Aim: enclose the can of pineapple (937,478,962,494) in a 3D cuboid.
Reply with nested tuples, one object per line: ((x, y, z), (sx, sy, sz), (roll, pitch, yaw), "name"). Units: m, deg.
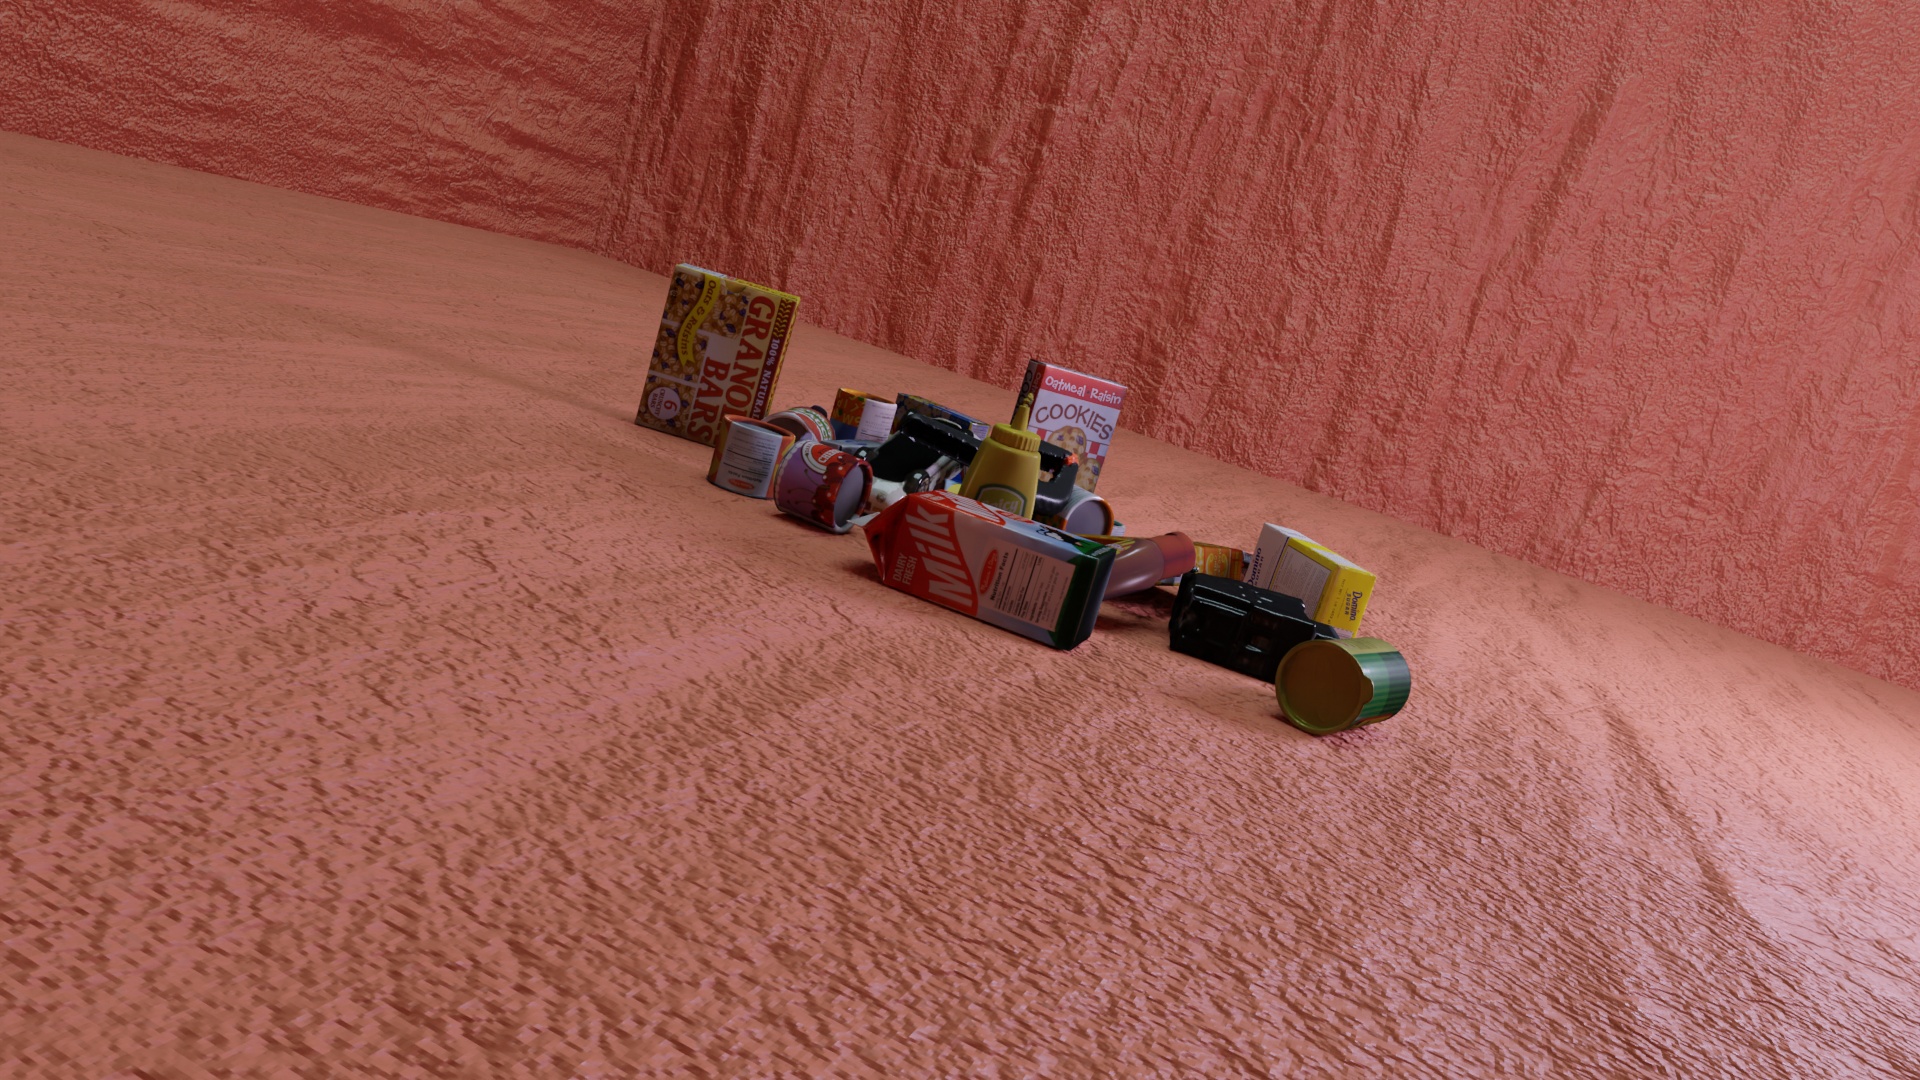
((0.004, -0.015, 1.183), (0.058, 0.071, 0.071), (17, 10, -7), "can of pineapple")

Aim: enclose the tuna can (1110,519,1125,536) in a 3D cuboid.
((0.138, -0.011, 1.474), (0.071, 0.032, 0.071), (17, 10, -3), "tuna can")

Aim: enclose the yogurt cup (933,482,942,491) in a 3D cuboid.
((-0.040, -0.073, 1.435), (0.072, 0.072, 0.054), (14, 18, -18), "yogurt cup")

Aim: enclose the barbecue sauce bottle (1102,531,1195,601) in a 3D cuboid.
((0.125, 0.024, 1.122), (0.149, 0.043, 0.065), (-13, 7, -34), "barbecue sauce bottle")

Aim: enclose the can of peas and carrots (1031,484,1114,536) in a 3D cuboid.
((0.113, -0.020, 1.401), (0.071, 0.070, 0.059), (10, 13, -35), "can of peas and carrots")

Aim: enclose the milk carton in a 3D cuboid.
((0.012, 0.013, 1.037), (0.191, 0.073, 0.072), (19, 10, 14), "milk carton")

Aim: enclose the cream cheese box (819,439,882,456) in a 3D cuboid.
((-0.107, -0.069, 1.329), (0.024, 0.053, 0.104), (17, 10, 19), "cream cheese box")

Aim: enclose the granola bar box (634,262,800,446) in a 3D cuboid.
((-0.241, -0.178, 1.381), (0.124, 0.165, 0.039), (16, 12, -5), "granola bar box")

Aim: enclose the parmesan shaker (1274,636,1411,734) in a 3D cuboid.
((0.282, 0.104, 1.007), (0.071, 0.071, 0.103), (24, 12, 34), "parmesan shaker")

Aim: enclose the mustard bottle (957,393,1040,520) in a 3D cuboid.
((0.031, -0.042, 1.113), (0.065, 0.159, 0.049), (14, 11, -10), "mustard bottle")

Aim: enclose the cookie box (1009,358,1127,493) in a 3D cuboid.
((0.113, -0.116, 1.614), (0.123, 0.167, 0.040), (11, 11, -34), "cookie box")

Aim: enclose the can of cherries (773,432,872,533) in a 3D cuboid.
((-0.113, -0.048, 1.159), (0.058, 0.071, 0.071), (21, 11, 21), "can of cherries")

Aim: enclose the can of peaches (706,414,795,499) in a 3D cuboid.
((-0.184, -0.074, 1.222), (0.071, 0.058, 0.071), (16, 11, -3), "can of peaches")

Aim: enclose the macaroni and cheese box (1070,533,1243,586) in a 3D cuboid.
((0.169, 0.017, 1.279), (0.123, 0.040, 0.167), (6, 2, 36), "macaroni and cheese box")

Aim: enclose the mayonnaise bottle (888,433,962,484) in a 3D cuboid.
((-0.057, -0.088, 1.540), (0.148, 0.041, 0.065), (25, 13, 35), "mayonnaise bottle")

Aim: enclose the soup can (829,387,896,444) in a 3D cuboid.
((-0.112, -0.115, 1.479), (0.071, 0.083, 0.071), (16, 10, -3), "soup can")

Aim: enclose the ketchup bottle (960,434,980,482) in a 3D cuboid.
((0.029, -0.065, 1.433), (0.043, 0.064, 0.149), (36, 10, -34), "ketchup bottle")

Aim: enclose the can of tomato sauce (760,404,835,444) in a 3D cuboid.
((-0.160, -0.095, 1.336), (0.071, 0.071, 0.083), (18, 11, 4), "can of tomato sauce")

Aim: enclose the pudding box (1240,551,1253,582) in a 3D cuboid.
((0.323, 0.036, 1.537), (0.050, 0.030, 0.084), (19, 10, 18), "pudding box")

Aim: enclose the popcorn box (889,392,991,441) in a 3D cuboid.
((-0.030, -0.111, 1.585), (0.038, 0.085, 0.127), (5, 16, -47), "popcorn box")
